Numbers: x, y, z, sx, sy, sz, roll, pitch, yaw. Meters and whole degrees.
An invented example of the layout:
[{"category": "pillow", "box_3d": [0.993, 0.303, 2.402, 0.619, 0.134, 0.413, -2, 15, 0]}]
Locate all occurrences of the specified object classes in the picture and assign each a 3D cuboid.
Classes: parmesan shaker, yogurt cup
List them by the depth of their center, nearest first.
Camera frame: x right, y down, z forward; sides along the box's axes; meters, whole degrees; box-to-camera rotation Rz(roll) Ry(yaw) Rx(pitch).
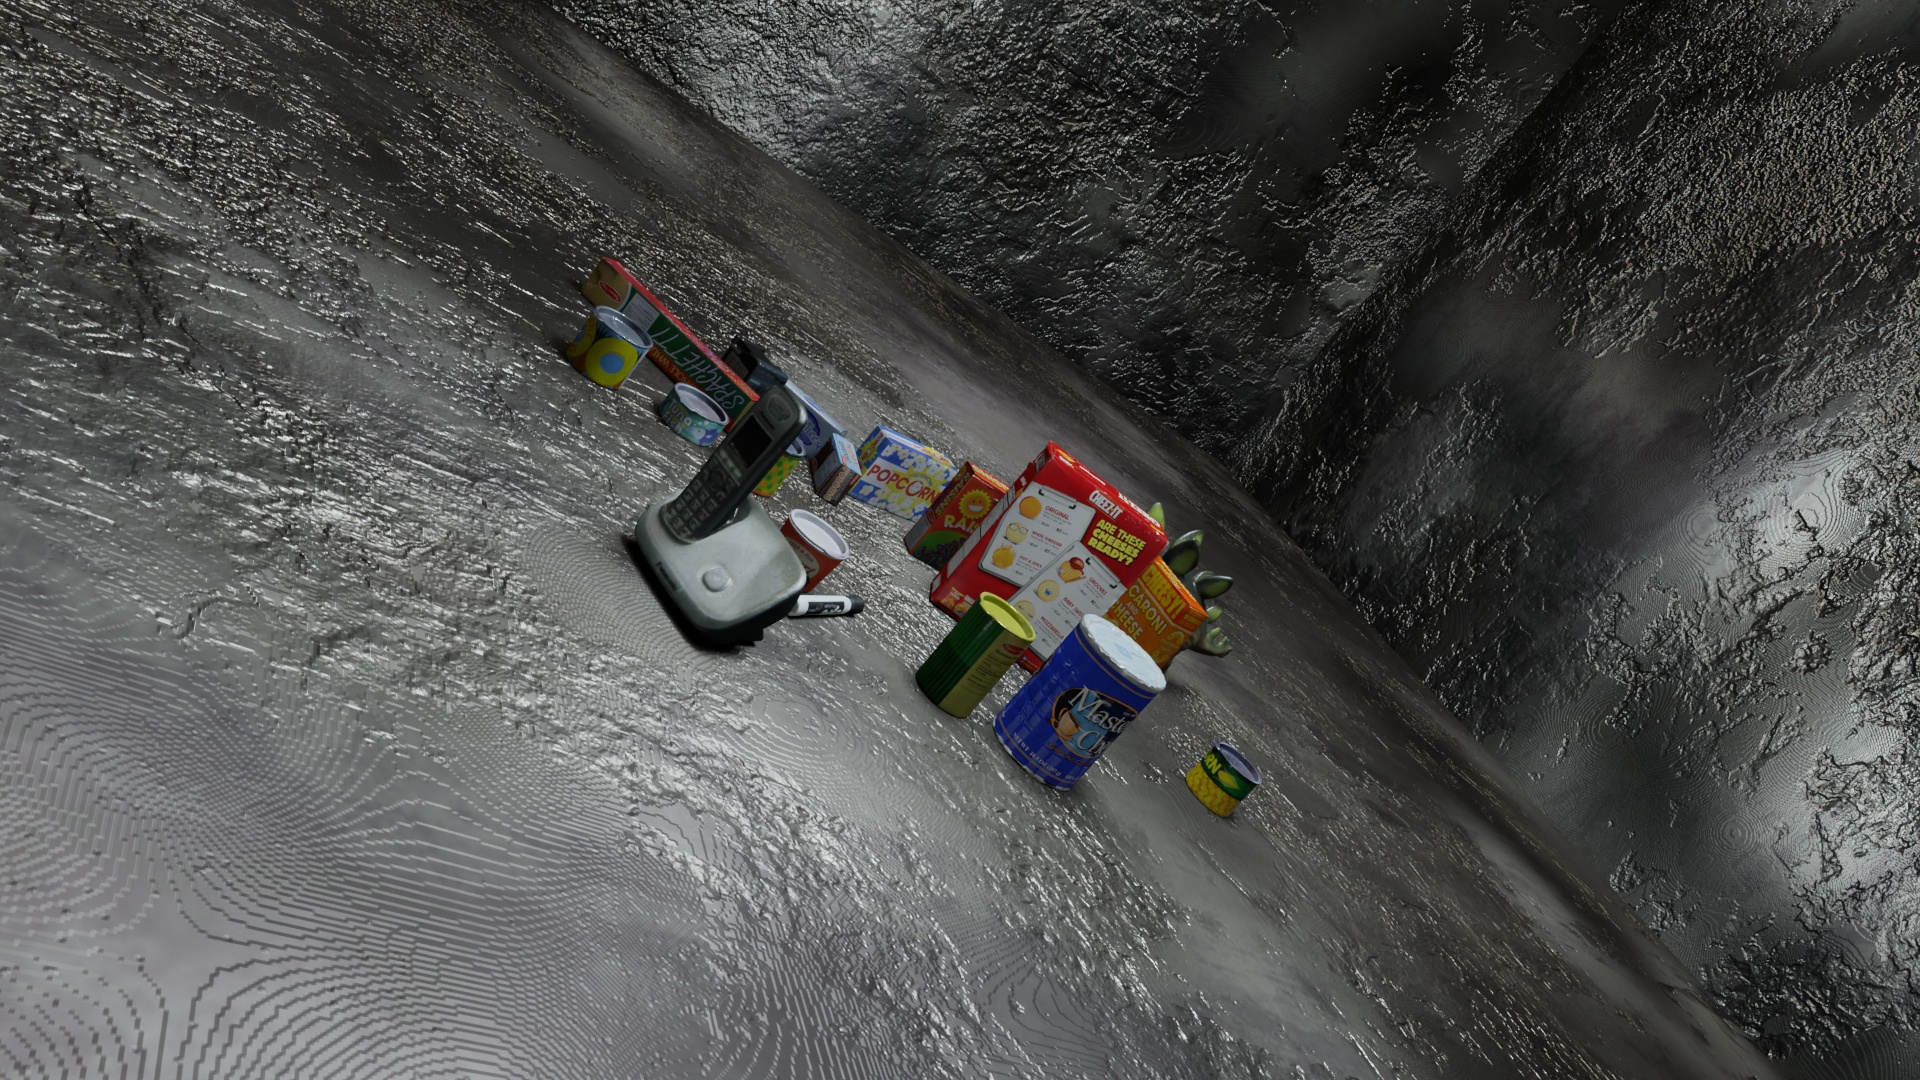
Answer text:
[{"category": "yogurt cup", "box_3d": [-0.146, 0.012, 1.302, 0.072, 0.054, 0.072, 36, 16, -12]}, {"category": "parmesan shaker", "box_3d": [0.011, 0.107, 1.308, 0.071, 0.103, 0.071, 36, 16, -12]}]

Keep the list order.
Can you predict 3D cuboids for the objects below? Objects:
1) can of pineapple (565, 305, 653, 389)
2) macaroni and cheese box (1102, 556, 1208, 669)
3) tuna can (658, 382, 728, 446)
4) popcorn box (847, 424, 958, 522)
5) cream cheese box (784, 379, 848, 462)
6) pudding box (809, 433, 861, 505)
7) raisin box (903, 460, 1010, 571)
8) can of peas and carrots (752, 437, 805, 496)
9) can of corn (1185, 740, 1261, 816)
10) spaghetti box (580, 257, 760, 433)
[{"category": "can of pineapple", "box_3d": [-0.352, -0.193, 1.387, 0.071, 0.057, 0.071, 36, 16, -12]}, {"category": "macaroni and cheese box", "box_3d": [0.194, 0.104, 1.610, 0.040, 0.166, 0.124, 27, 20, -40]}, {"category": "tuna can", "box_3d": [-0.276, -0.129, 1.430, 0.071, 0.032, 0.071, 36, 16, -12]}, {"category": "popcorn box", "box_3d": [-0.074, -0.078, 1.651, 0.126, 0.085, 0.038, 22, 23, -47]}, {"category": "cream cheese box", "box_3d": [-0.187, -0.140, 1.622, 0.104, 0.053, 0.024, 41, 15, 6]}, {"category": "pudding box", "box_3d": [-0.142, -0.081, 1.572, 0.030, 0.049, 0.084, 32, 17, -26]}, {"category": "raisin box", "box_3d": [0.006, -0.020, 1.603, 0.086, 0.123, 0.040, 31, 17, -28]}, {"category": "can of peas and carrots", "box_3d": [-0.202, -0.087, 1.435, 0.071, 0.058, 0.071, 36, 16, -12]}, {"category": "can of corn", "box_3d": [0.298, 0.272, 1.589, 0.071, 0.058, 0.071, 36, 16, -12]}, {"category": "spaghetti box", "box_3d": [-0.319, -0.214, 1.534, 0.250, 0.050, 0.029, 43, 16, 12]}]
